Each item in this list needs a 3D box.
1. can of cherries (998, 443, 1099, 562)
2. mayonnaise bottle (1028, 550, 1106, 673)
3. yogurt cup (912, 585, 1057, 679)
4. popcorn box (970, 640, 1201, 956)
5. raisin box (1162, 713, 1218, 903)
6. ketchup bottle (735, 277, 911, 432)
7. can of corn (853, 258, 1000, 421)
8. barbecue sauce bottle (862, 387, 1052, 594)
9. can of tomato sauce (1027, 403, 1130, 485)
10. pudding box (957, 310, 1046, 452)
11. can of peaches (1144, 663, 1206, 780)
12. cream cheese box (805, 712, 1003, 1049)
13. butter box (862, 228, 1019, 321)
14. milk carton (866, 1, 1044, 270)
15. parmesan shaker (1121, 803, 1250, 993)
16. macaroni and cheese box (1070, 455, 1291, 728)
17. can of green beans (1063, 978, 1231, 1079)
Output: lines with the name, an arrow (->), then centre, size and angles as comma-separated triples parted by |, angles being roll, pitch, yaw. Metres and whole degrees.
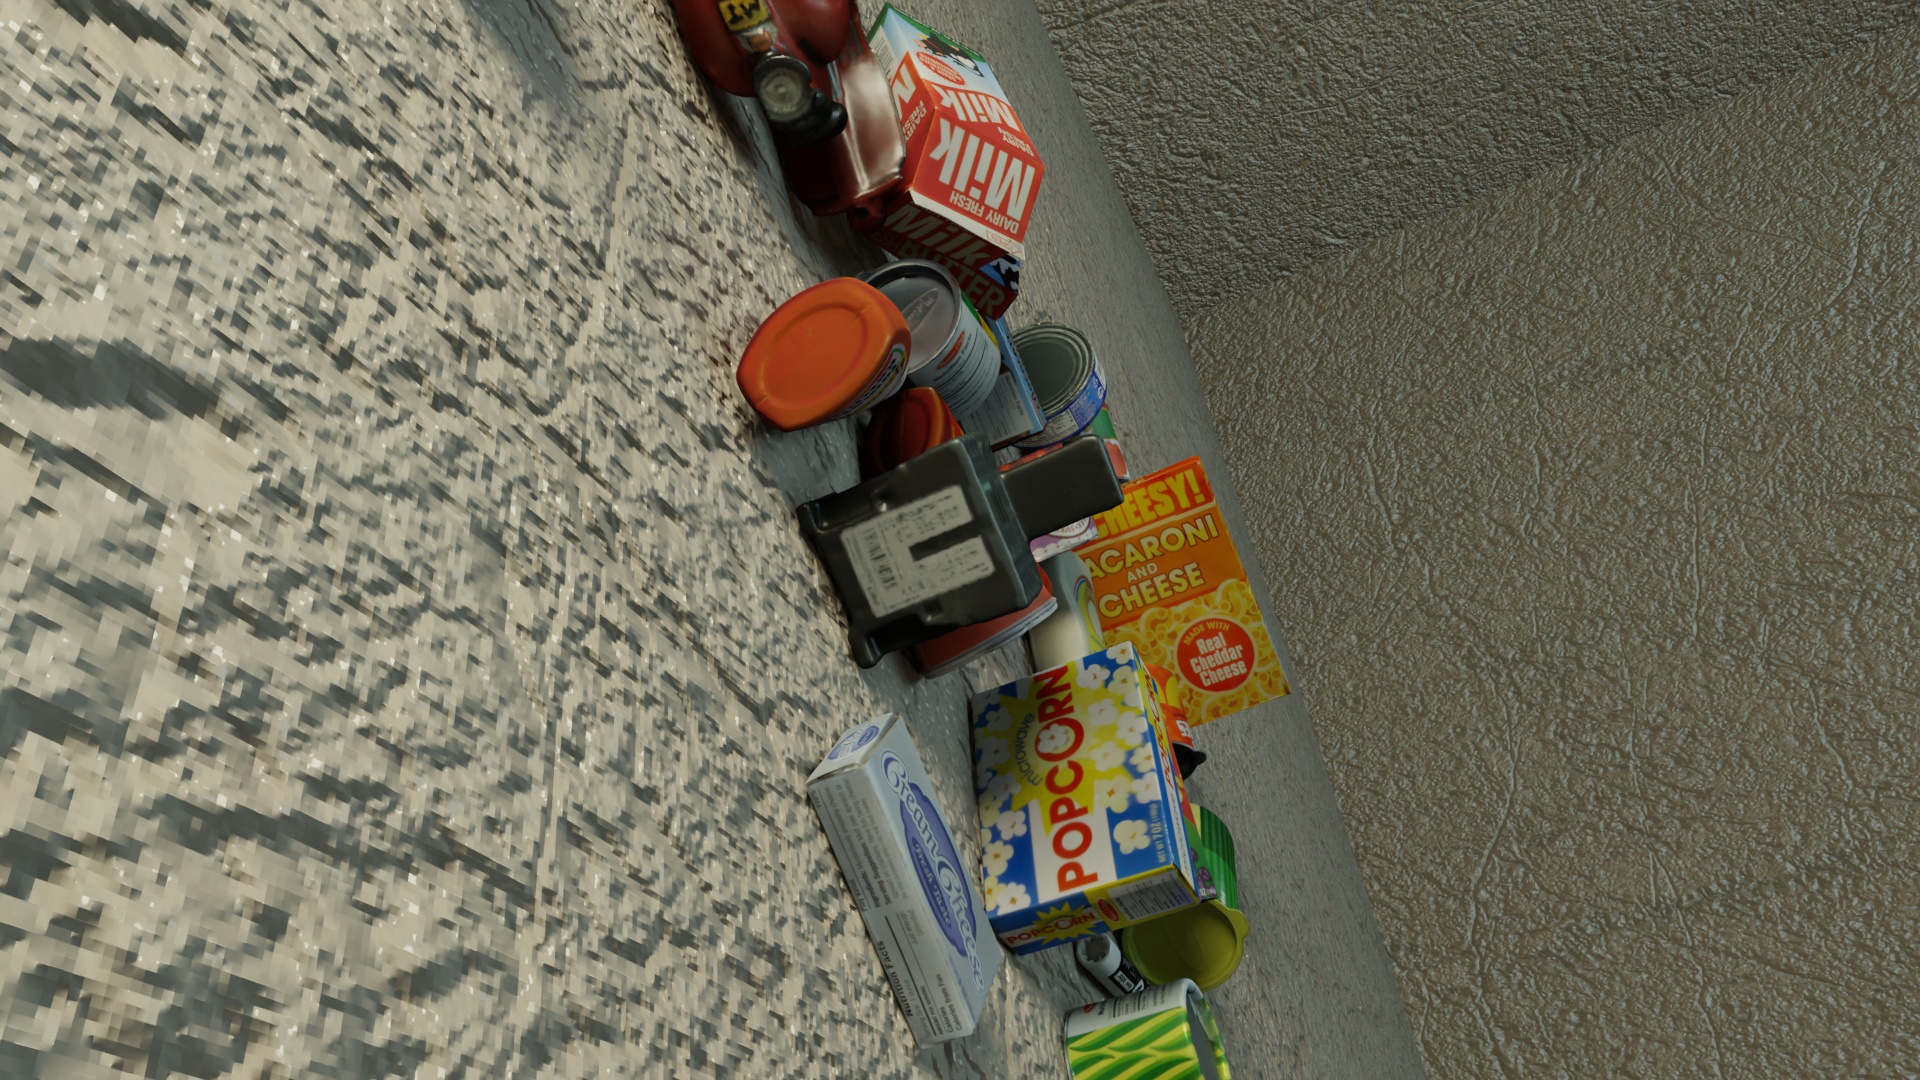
can of cherries -> 0.039, -0.018, 0.787 | 0.071, 0.071, 0.058 | -23, 92, -75
mayonnaise bottle -> 0.068, 0.078, 0.812 | 0.064, 0.041, 0.149 | 48, 26, -52
yogurt cup -> 0.001, 0.022, 0.613 | 0.054, 0.072, 0.072 | 61, 15, -1
popcorn box -> 0.053, 0.114, 0.625 | 0.127, 0.085, 0.038 | -94, 157, -47
raisin box -> 0.076, 0.132, 0.716 | 0.086, 0.040, 0.124 | 7, 60, -42
ketchup bottle -> -0.048, -0.076, 0.580 | 0.043, 0.064, 0.149 | 50, 7, -2
can of corn -> -0.021, -0.099, 0.696 | 0.058, 0.071, 0.071 | 45, 28, -59
barbecue sauce bottle -> 0.002, -0.009, 0.695 | 0.148, 0.043, 0.065 | 53, 30, -47
can of tomato sauce -> 0.080, -0.073, 1.016 | 0.071, 0.071, 0.083 | 18, 53, -72
pudding box -> 0.016, -0.098, 0.852 | 0.030, 0.049, 0.083 | -64, 131, -73
can of peaches -> 0.110, 0.116, 0.854 | 0.071, 0.071, 0.058 | 53, 21, -48
cream cheese box -> -0.018, 0.118, 0.488 | 0.053, 0.024, 0.103 | -43, 112, -75
butter box -> -0.014, -0.173, 0.810 | 0.103, 0.024, 0.053 | 31, 28, -16
milk carton -> -0.014, -0.216, 0.765 | 0.072, 0.073, 0.191 | 20, 32, -29
parmesan shaker -> 0.131, 0.205, 0.808 | 0.103, 0.071, 0.071 | -64, 131, -70
macaroni and cheese box -> 0.131, 0.042, 0.928 | 0.040, 0.123, 0.166 | -50, 118, -77
can of green beans -> 0.086, 0.238, 0.627 | 0.071, 0.058, 0.071 | -22, 91, -75
